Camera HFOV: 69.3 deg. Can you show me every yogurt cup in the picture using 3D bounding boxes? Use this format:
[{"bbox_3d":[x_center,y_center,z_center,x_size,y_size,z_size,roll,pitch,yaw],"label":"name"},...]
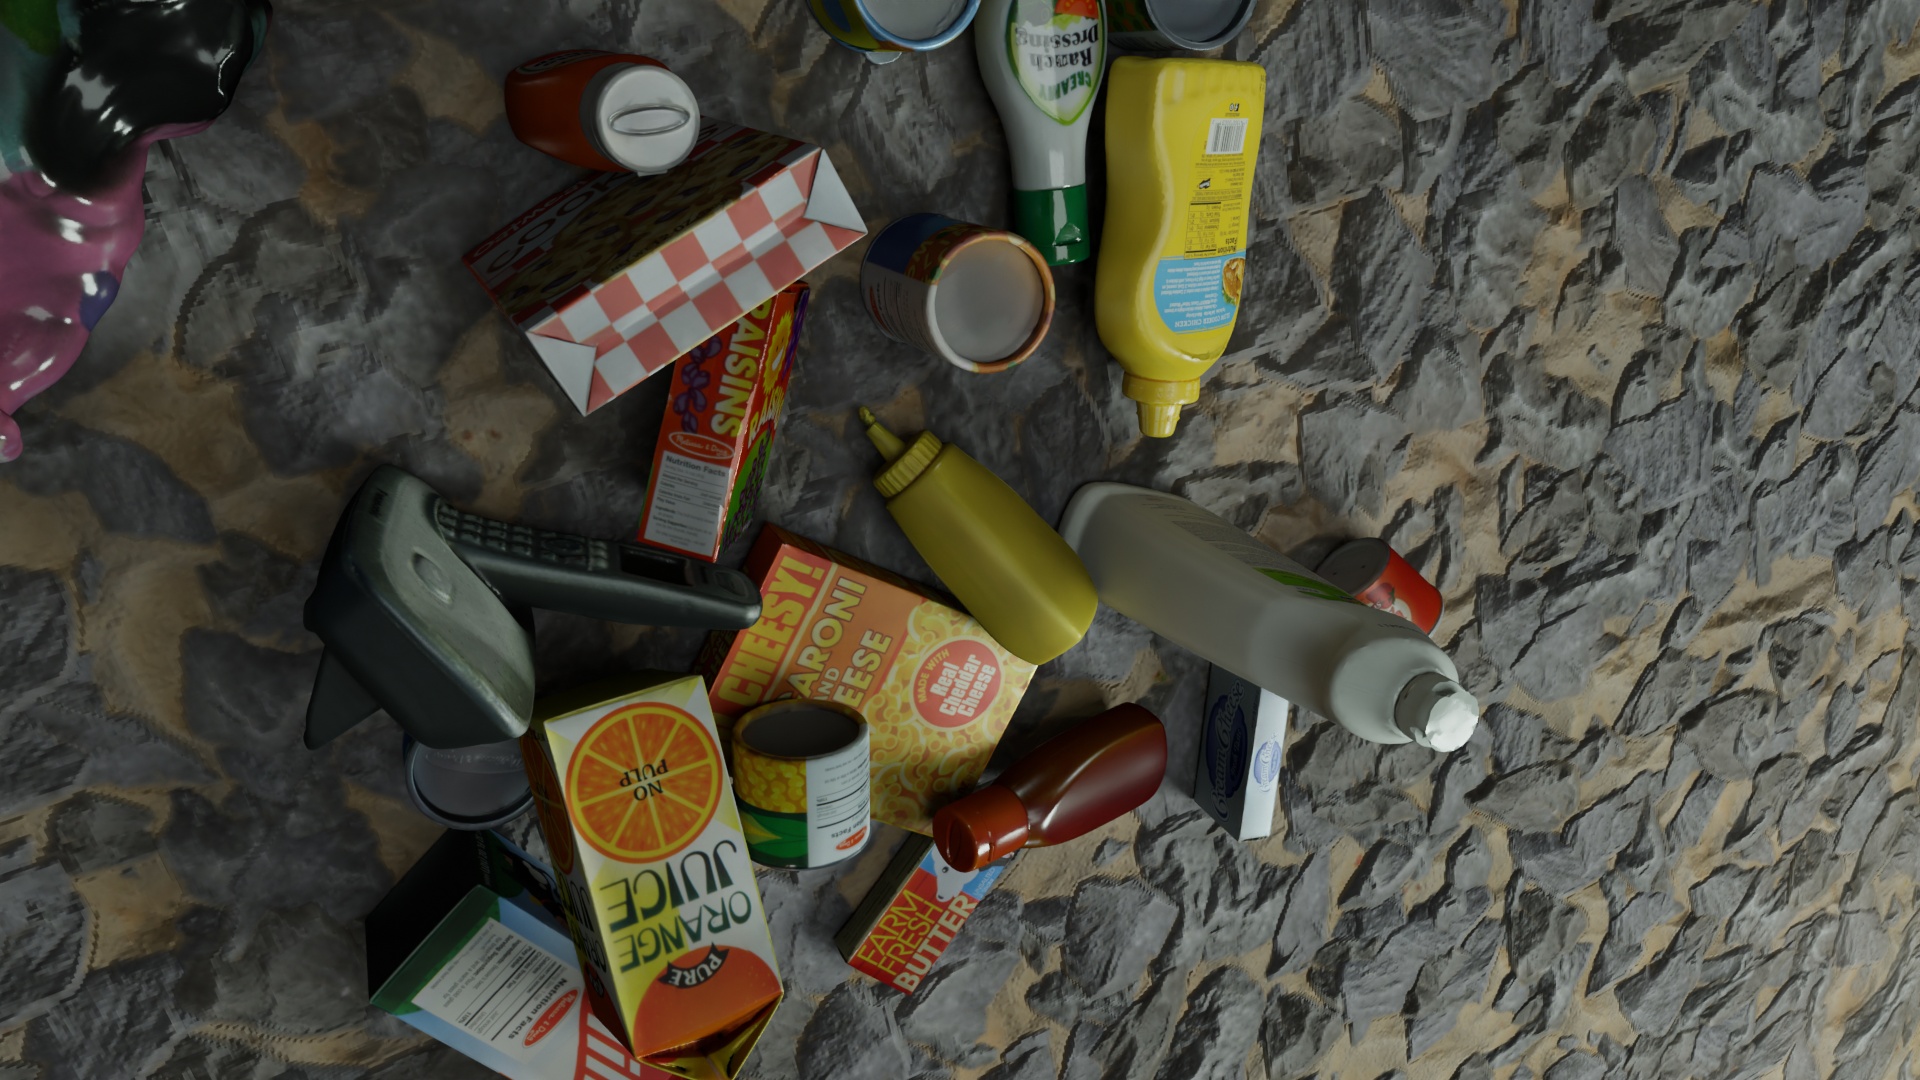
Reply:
[{"bbox_3d":[0.250,0.035,0.843,0.072,0.072,0.054,-46,112,-5],"label":"yogurt cup"}]

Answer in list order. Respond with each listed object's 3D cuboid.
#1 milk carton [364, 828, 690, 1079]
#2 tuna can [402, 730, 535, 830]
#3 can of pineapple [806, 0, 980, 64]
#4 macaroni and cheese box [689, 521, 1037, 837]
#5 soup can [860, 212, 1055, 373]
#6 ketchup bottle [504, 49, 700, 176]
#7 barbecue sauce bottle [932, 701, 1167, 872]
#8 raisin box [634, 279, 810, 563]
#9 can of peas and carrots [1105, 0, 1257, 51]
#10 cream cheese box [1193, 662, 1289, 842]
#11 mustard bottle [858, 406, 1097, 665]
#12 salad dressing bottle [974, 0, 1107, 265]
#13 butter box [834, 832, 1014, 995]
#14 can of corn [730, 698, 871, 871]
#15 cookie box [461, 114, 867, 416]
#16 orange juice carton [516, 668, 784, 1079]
[{"bbox_3d":[-0.193,0.226,0.691,0.073,0.072,0.190,-48,119,-4],"label":"milk carton"},{"bbox_3d":[-0.227,0.097,0.654,0.071,0.033,0.070,-8,110,-23],"label":"tuna can"},{"bbox_3d":[-0.029,-0.250,0.618,0.071,0.058,0.070,-8,110,-23],"label":"can of pineapple"},{"bbox_3d":[-0.054,0.077,0.725,0.166,0.040,0.123,24,96,-30],"label":"macaroni and cheese box"},{"bbox_3d":[0.000,-0.120,0.660,0.071,0.084,0.071,-8,110,-23],"label":"soup can"},{"bbox_3d":[-0.137,-0.167,0.542,0.065,0.149,0.043,-14,114,-21],"label":"ketchup bottle"},{"bbox_3d":[0.051,0.140,0.769,0.149,0.044,0.064,-17,124,-40],"label":"barbecue sauce bottle"},{"bbox_3d":[-0.105,-0.060,0.625,0.040,0.086,0.123,15,101,0],"label":"raisin box"},{"bbox_3d":[0.102,-0.274,0.671,0.071,0.059,0.070,-8,110,-23],"label":"can of peas and carrots"},{"bbox_3d":[0.170,0.123,0.839,0.024,0.053,0.103,-3,108,-22],"label":"cream cheese box"},{"bbox_3d":[0.003,-0.009,0.708,0.048,0.065,0.160,-37,102,31],"label":"mustard bottle"},{"bbox_3d":[0.041,-0.209,0.673,0.064,0.044,0.147,-15,113,-23],"label":"salad dressing bottle"},{"bbox_3d":[-0.021,0.204,0.792,0.053,0.024,0.103,36,89,-30],"label":"butter box"},{"bbox_3d":[-0.078,0.115,0.666,0.071,0.071,0.058,-8,111,-23],"label":"can of corn"},{"bbox_3d":[-0.126,-0.118,0.553,0.123,0.168,0.040,-36,121,-11],"label":"cookie box"},{"bbox_3d":[-0.137,0.159,0.627,0.073,0.071,0.192,-16,95,-29],"label":"orange juice carton"}]
